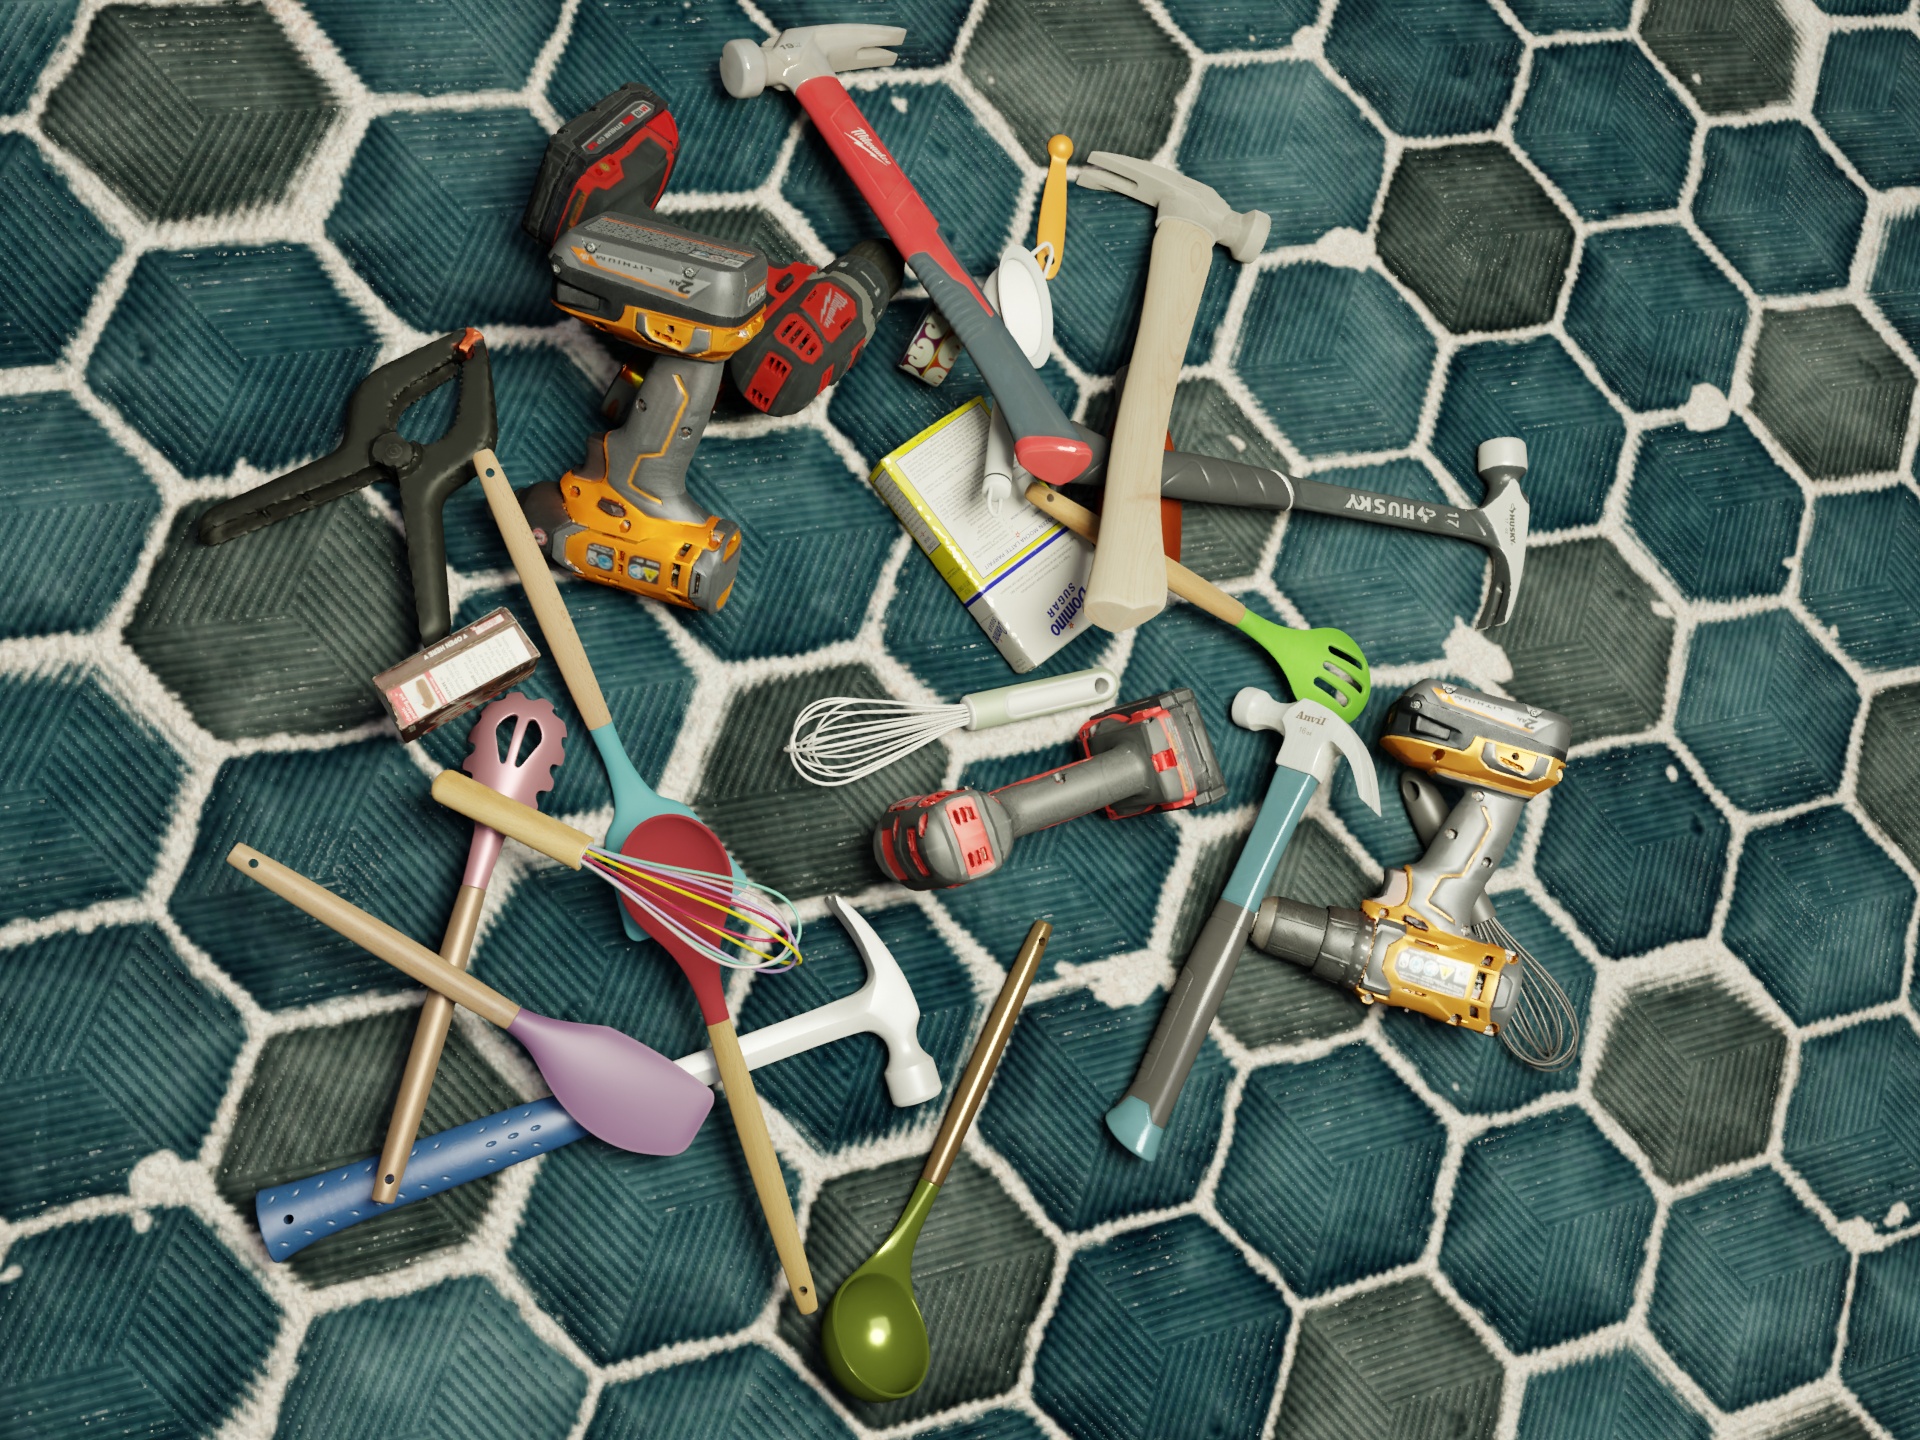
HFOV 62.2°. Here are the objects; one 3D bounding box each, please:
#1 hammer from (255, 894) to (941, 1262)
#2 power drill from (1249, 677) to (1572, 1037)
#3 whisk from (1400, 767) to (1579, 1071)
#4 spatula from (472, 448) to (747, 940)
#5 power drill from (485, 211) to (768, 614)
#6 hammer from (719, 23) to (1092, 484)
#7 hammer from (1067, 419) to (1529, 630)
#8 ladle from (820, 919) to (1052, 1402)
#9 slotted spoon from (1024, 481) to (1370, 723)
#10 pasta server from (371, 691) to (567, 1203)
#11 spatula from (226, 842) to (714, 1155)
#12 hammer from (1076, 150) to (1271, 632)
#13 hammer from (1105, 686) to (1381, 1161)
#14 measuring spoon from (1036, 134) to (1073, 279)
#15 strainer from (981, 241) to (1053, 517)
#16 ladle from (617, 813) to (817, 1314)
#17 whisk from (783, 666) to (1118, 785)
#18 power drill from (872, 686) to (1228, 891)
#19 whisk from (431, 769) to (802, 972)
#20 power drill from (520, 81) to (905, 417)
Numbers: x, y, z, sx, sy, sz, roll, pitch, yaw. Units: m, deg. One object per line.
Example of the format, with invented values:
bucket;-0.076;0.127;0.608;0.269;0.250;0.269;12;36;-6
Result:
hammer;-0.219;0.230;0.979;0.405;0.035;0.144;-17;86;-17
power drill;0.313;0.088;1.110;0.185;0.084;0.226;16;85;7
whisk;0.380;0.142;1.154;0.055;0.055;0.239;-23;84;-18
spatula;-0.233;-0.020;0.996;0.082;0.044;0.317;-25;101;-14
power drill;-0.208;-0.187;0.979;0.164;0.084;0.226;15;119;3
hammer;-0.012;-0.321;1.066;0.143;0.038;0.386;-21;70;-31
hammer;0.245;-0.158;1.145;0.408;0.036;0.149;5;80;-23
ladle;-0.002;0.274;1.022;0.078;0.062;0.320;35;70;-26
slotted spoon;0.174;-0.083;1.112;0.313;0.031;0.070;29;78;-20
pasta server;-0.301;0.129;0.961;0.060;0.040;0.316;15;73;-12
spatula;-0.285;0.163;0.931;0.315;0.018;0.060;36;72;-14
hammer;0.122;-0.233;1.081;0.146;0.038;0.411;19;56;-8
hammer;0.182;0.138;1.081;0.033;0.128;0.331;35;78;-47
measuring spoon;0.070;-0.381;1.176;0.021;0.011;0.117;9;78;-14
strainer;0.031;-0.237;1.091;0.050;0.086;0.259;-11;51;24
ladle;-0.139;0.209;0.972;0.069;0.031;0.315;-17;88;-6
whisk;-0.002;-0.003;1.074;0.246;0.059;0.058;-12;96;-22
power drill;0.049;0.052;1.035;0.219;0.143;0.078;-19;90;-24
whisk;-0.202;0.086;0.940;0.245;0.047;0.051;25;92;4
power drill;-0.151;-0.317;1.056;0.226;0.080;0.188;36;47;-5
